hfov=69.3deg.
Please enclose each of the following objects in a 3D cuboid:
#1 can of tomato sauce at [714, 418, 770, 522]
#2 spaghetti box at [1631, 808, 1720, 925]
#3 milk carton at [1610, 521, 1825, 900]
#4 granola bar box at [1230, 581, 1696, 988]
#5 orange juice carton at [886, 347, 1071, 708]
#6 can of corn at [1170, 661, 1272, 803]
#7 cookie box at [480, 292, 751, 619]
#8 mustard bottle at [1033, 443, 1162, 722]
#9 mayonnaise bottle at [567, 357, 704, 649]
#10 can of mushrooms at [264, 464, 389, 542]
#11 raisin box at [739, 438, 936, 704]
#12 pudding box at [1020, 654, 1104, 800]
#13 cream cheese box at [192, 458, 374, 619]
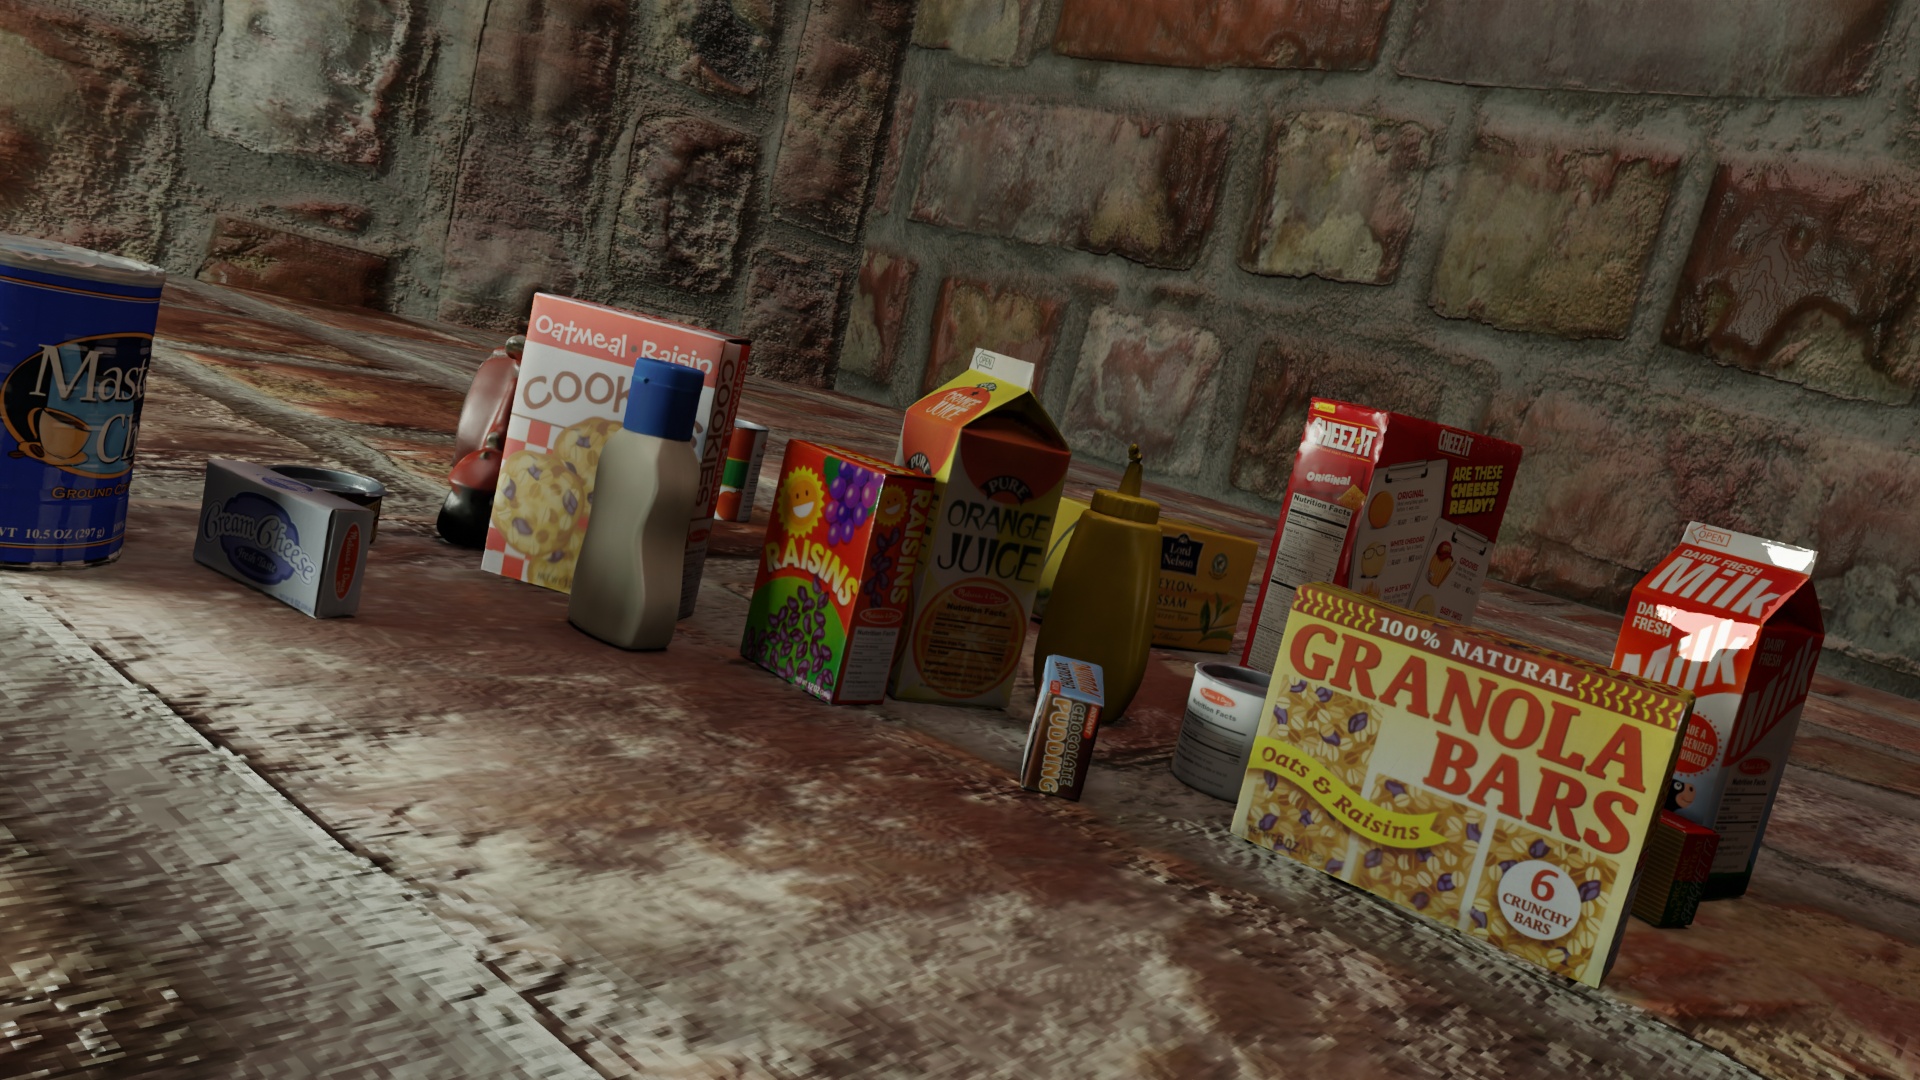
[{"bbox_3d":[-0.209,-0.064,1.206,0.071,0.083,0.071,13,7,-2],"label":"can of tomato sauce"},{"bbox_3d":[0.289,0.133,0.766,0.029,0.050,0.250,9,9,-31],"label":"spaghetti box"},{"bbox_3d":[0.397,0.089,0.745,0.073,0.190,0.072,8,9,-36],"label":"milk carton"},{"bbox_3d":[0.215,0.100,0.608,0.165,0.124,0.039,18,9,34],"label":"granola bar box"},{"bbox_3d":[0.003,-0.010,0.776,0.073,0.192,0.072,10,8,-27],"label":"orange juice carton"},{"bbox_3d":[0.150,0.101,0.729,0.071,0.058,0.071,13,8,-2],"label":"can of corn"},{"bbox_3d":[-0.201,-0.050,0.810,0.123,0.167,0.040,15,7,12],"label":"cookie box"},{"bbox_3d":[0.087,0.023,0.807,0.065,0.160,0.049,15,7,15],"label":"mustard bottle"},{"bbox_3d":[-0.167,-0.021,0.732,0.065,0.147,0.041,19,9,37],"label":"mayonnaise bottle"},{"bbox_3d":[-0.370,-0.020,0.808,0.071,0.033,0.071,13,8,-2],"label":"can of mushrooms"},{"bbox_3d":[-0.066,0.015,0.738,0.040,0.123,0.086,6,10,-45],"label":"raisin box"},{"bbox_3d":[0.050,0.089,0.679,0.030,0.049,0.084,14,8,3],"label":"pudding box"},{"bbox_3d":[-0.331,-0.002,0.675,0.104,0.053,0.024,18,8,29],"label":"cream cheese box"}]
